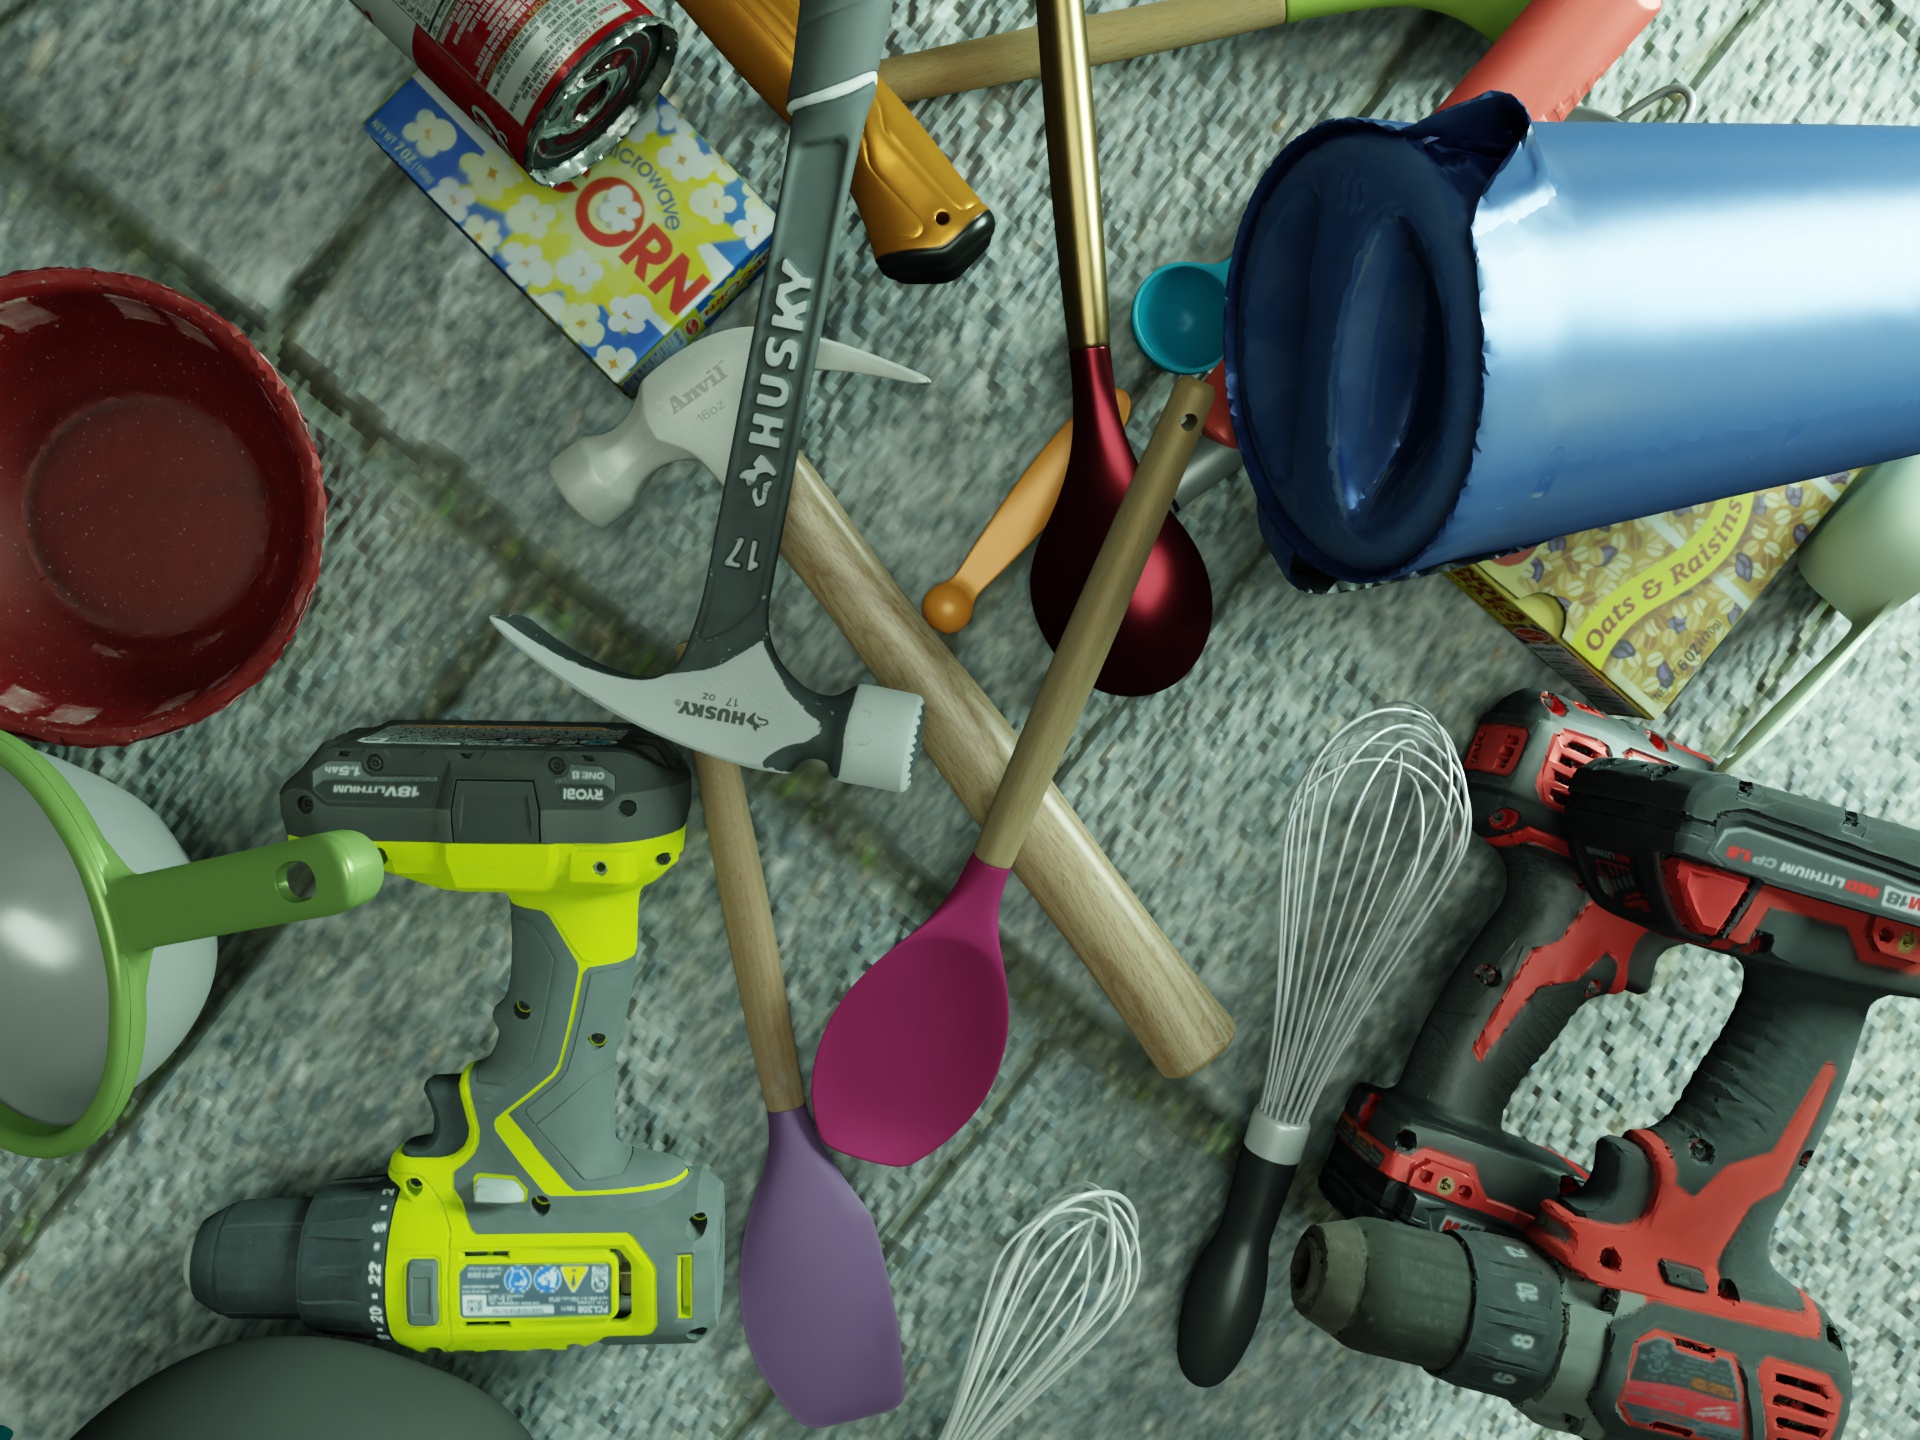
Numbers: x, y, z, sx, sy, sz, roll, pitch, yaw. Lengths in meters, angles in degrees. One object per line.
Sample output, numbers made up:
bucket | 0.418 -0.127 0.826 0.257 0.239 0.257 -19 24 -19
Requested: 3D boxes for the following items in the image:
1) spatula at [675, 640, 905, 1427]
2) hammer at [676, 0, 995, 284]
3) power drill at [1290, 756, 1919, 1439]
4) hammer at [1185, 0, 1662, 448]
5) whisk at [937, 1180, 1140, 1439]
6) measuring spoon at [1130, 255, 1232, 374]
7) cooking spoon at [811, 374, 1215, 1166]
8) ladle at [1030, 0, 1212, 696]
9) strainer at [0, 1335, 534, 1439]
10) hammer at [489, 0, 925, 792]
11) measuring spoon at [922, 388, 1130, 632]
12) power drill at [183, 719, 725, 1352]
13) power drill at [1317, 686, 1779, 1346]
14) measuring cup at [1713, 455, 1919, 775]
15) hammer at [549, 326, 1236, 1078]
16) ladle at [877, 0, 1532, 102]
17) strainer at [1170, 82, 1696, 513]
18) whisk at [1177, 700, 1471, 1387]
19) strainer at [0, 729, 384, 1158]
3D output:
spatula | -0.074 0.125 0.613 0.060 0.018 0.316 -10 96 -6
hammer | -0.104 -0.292 0.556 0.127 0.034 0.337 -42 92 1
power drill | 0.224 0.129 0.536 0.188 0.080 0.227 15 91 -6
hammer | 0.201 -0.239 0.540 0.149 0.037 0.359 40 99 -12
whisk | -0.003 0.285 0.619 0.059 0.058 0.246 25 97 -36
measuring spoon | 0.115 -0.177 0.607 0.128 0.021 0.042 -40 96 -9
cooking spoon | 0.021 0.028 0.575 0.068 0.017 0.319 20 106 -11
ladle | 0.046 -0.161 0.572 0.069 0.031 0.315 -3 101 19
strainer | -0.163 0.296 0.569 0.340 0.095 0.210 13 129 -7
hammer | -0.051 -0.188 0.528 0.149 0.036 0.409 11 94 2
measuring spoon | 0.026 -0.080 0.606 0.021 0.011 0.117 39 92 -6
power drill | -0.182 0.118 0.577 0.190 0.080 0.228 1 97 -4
power drill | 0.237 0.111 0.609 0.143 0.078 0.219 21 90 -6
measuring cup | 0.321 -0.045 0.591 0.167 0.083 0.038 -44 83 -11
hammer | -0.001 -0.002 0.595 0.130 0.031 0.331 -35 99 12
ladle | 0.091 -0.257 0.589 0.320 0.062 0.078 -10 96 3
strainer | 0.160 -0.146 0.598 0.258 0.050 0.087 -35 68 5
whisk | 0.131 0.129 0.611 0.070 0.070 0.284 14 100 -5
strainer | -0.266 0.060 0.531 0.256 0.069 0.151 -12 93 29
